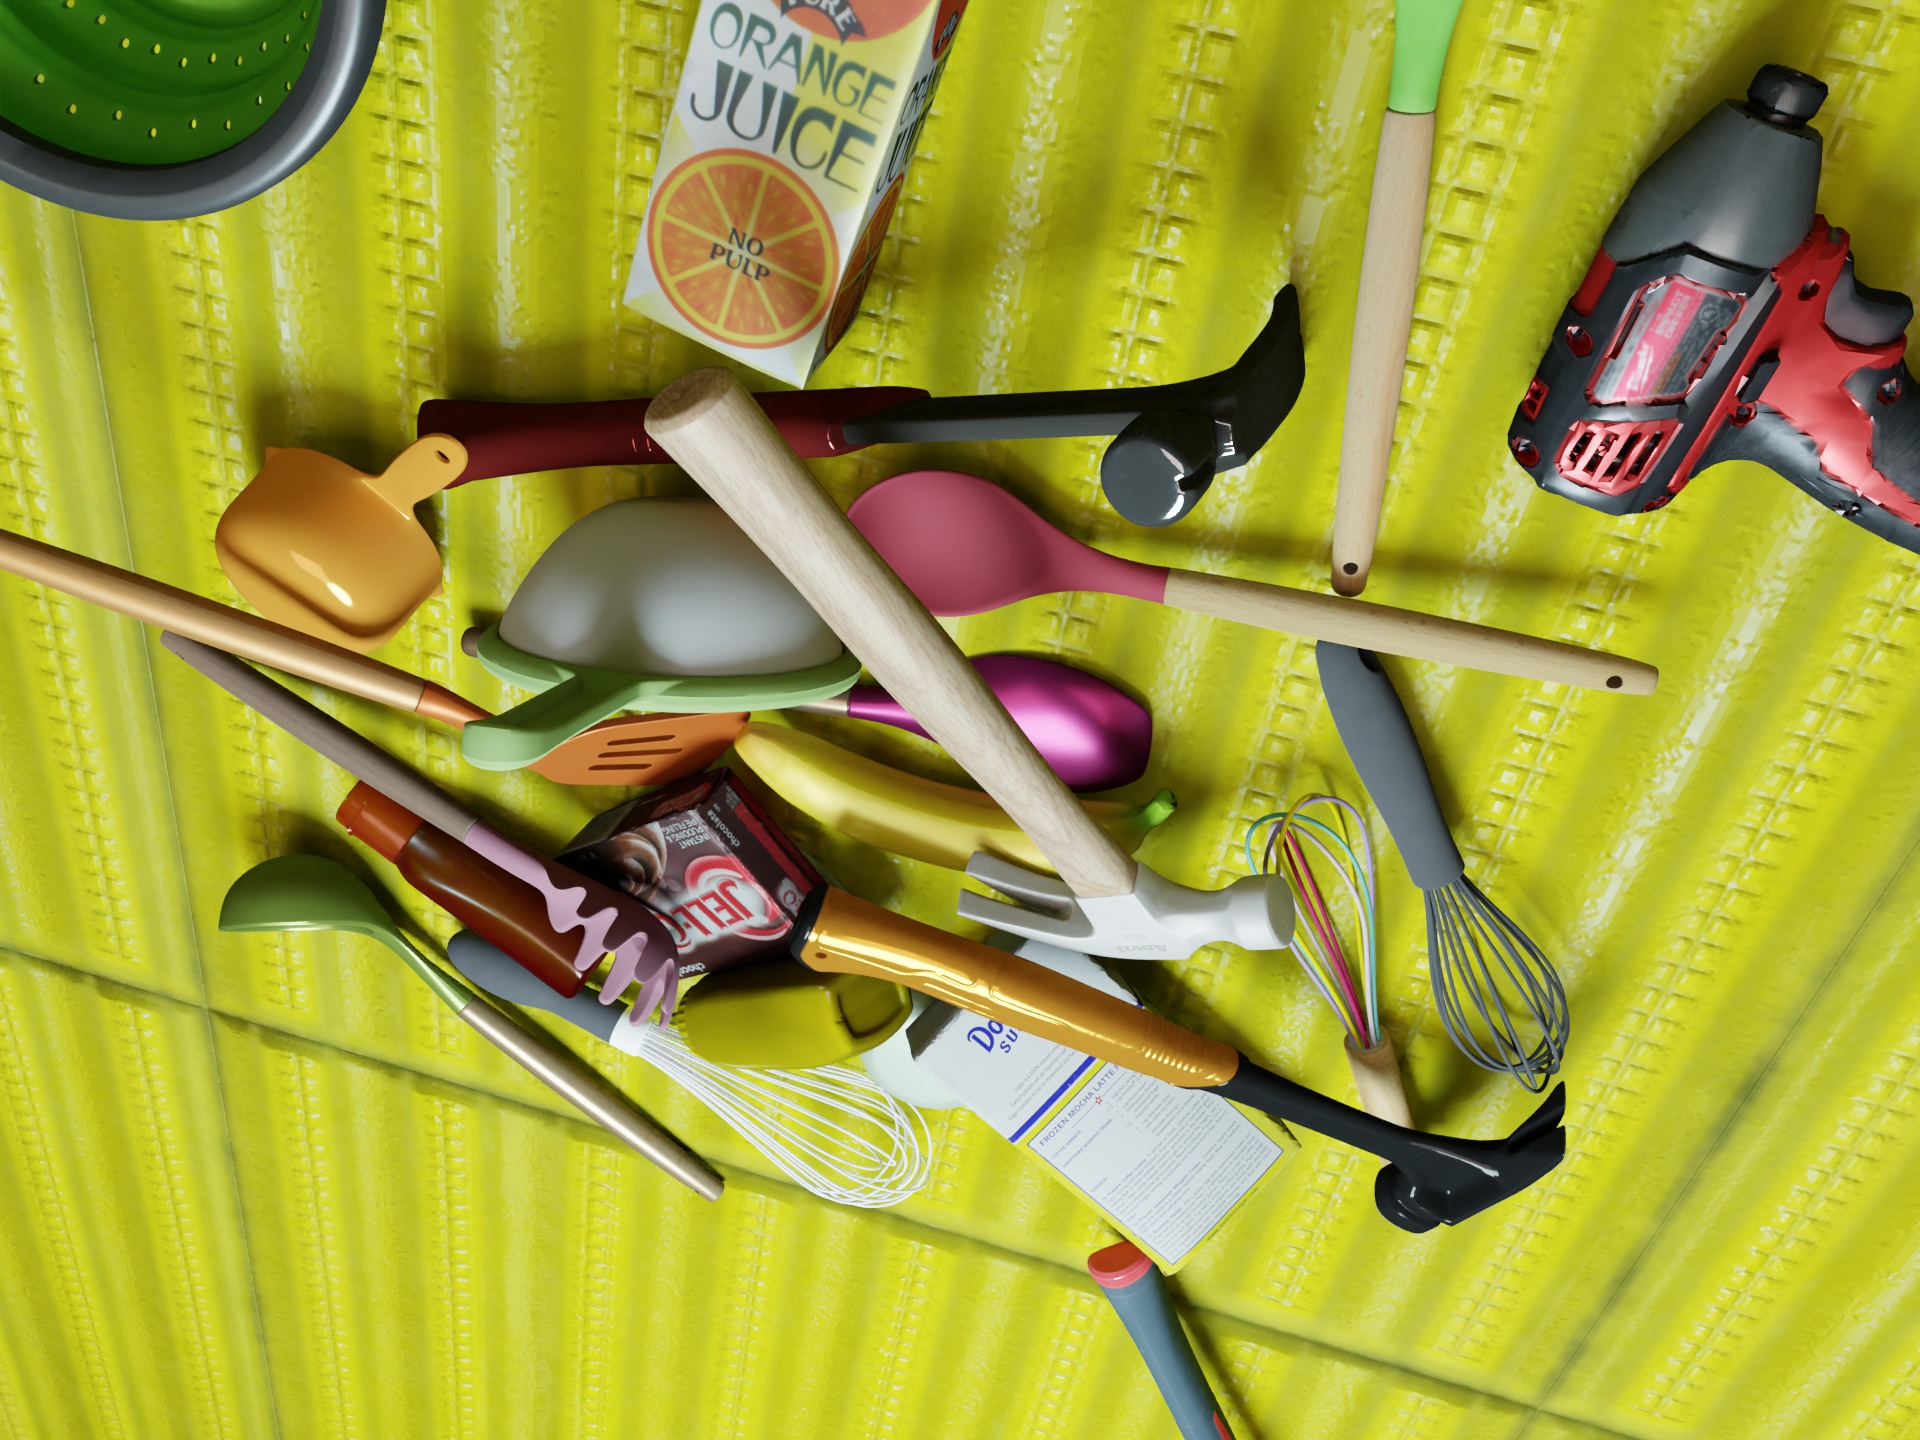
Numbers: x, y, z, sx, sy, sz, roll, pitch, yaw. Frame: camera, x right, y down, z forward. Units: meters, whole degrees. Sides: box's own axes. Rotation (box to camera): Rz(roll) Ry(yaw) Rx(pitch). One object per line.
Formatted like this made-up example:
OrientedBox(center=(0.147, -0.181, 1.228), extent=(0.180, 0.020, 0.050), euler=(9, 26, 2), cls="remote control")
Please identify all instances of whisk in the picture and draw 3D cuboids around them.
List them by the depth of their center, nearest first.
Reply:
OrientedBox(center=(0.203, 0.061, 0.670), extent=(0.055, 0.055, 0.238), euler=(-19, 111, 26), cls="whisk")
OrientedBox(center=(0.177, 0.132, 0.724), extent=(0.051, 0.047, 0.244), euler=(-10, 123, 20), cls="whisk")
OrientedBox(center=(-0.144, 0.178, 0.840), extent=(0.284, 0.070, 0.070), euler=(26, 126, 4), cls="whisk")

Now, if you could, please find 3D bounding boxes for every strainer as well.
OrientedBox(center=(-0.119, -0.042, 0.578), extent=(0.151, 0.256, 0.069), euler=(7, 103, 6), cls="strainer")

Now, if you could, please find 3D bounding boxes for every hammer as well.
OrientedBox(center=(-0.001, -0.002, 0.588), extent=(0.130, 0.031, 0.331), euler=(-10, 137, 34), cls="hammer")
OrientedBox(center=(-0.057, -0.115, 0.599), extent=(0.359, 0.149, 0.036), euler=(3, 122, 27), cls="hammer")
OrientedBox(center=(0.088, 0.141, 0.690), extent=(0.337, 0.034, 0.127), euler=(22, 143, -6), cls="hammer")
OrientedBox(center=(0.157, 0.451, 0.895), extent=(0.038, 0.143, 0.386), euler=(-17, 113, 21), cls="hammer")

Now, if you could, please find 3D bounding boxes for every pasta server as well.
OrientedBox(center=(-0.259, 0.044, 0.758), extent=(0.316, 0.040, 0.060), euler=(32, 145, 7), cls="pasta server")

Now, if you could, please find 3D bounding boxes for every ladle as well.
OrientedBox(center=(0.106, -0.048, 0.619), extent=(0.315, 0.031, 0.069), euler=(12, 130, 12), cls="ladle")
OrientedBox(center=(-0.258, 0.181, 0.871), extent=(0.320, 0.062, 0.078), euler=(43, 152, -18), cls="ladle")

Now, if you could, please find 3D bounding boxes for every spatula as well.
OrientedBox(center=(-0.250, -0.026, 0.671), extent=(0.322, 0.041, 0.081), euler=(22, 144, -21), cls="spatula")

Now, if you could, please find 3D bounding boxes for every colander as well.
OrientedBox(center=(-0.201, -0.293, 0.519), extent=(0.397, 0.095, 0.204), euler=(-7, 122, 12), cls="colander")

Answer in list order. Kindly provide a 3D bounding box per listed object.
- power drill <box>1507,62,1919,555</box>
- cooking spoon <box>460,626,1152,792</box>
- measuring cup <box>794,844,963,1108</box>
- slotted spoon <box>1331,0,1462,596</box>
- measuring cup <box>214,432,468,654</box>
OrientedBox(center=(0.306, -0.110, 0.507), extent=(0.219, 0.079, 0.143), euler=(21, 126, 5), cls="power drill")
OrientedBox(center=(-0.073, -0.012, 0.711), extent=(0.319, 0.017, 0.068), euler=(9, 126, 9), cls="cooking spoon")
OrientedBox(center=(-0.042, 0.128, 0.783), extent=(0.083, 0.038, 0.167), euler=(-28, 113, 29), cls="measuring cup")
OrientedBox(center=(0.150, -0.178, 0.533), extent=(0.070, 0.031, 0.313), euler=(9, 126, 14), cls="slotted spoon")
OrientedBox(center=(-0.252, -0.075, 0.658), extent=(0.095, 0.052, 0.173), euler=(44, 148, -23), cls="measuring cup")
